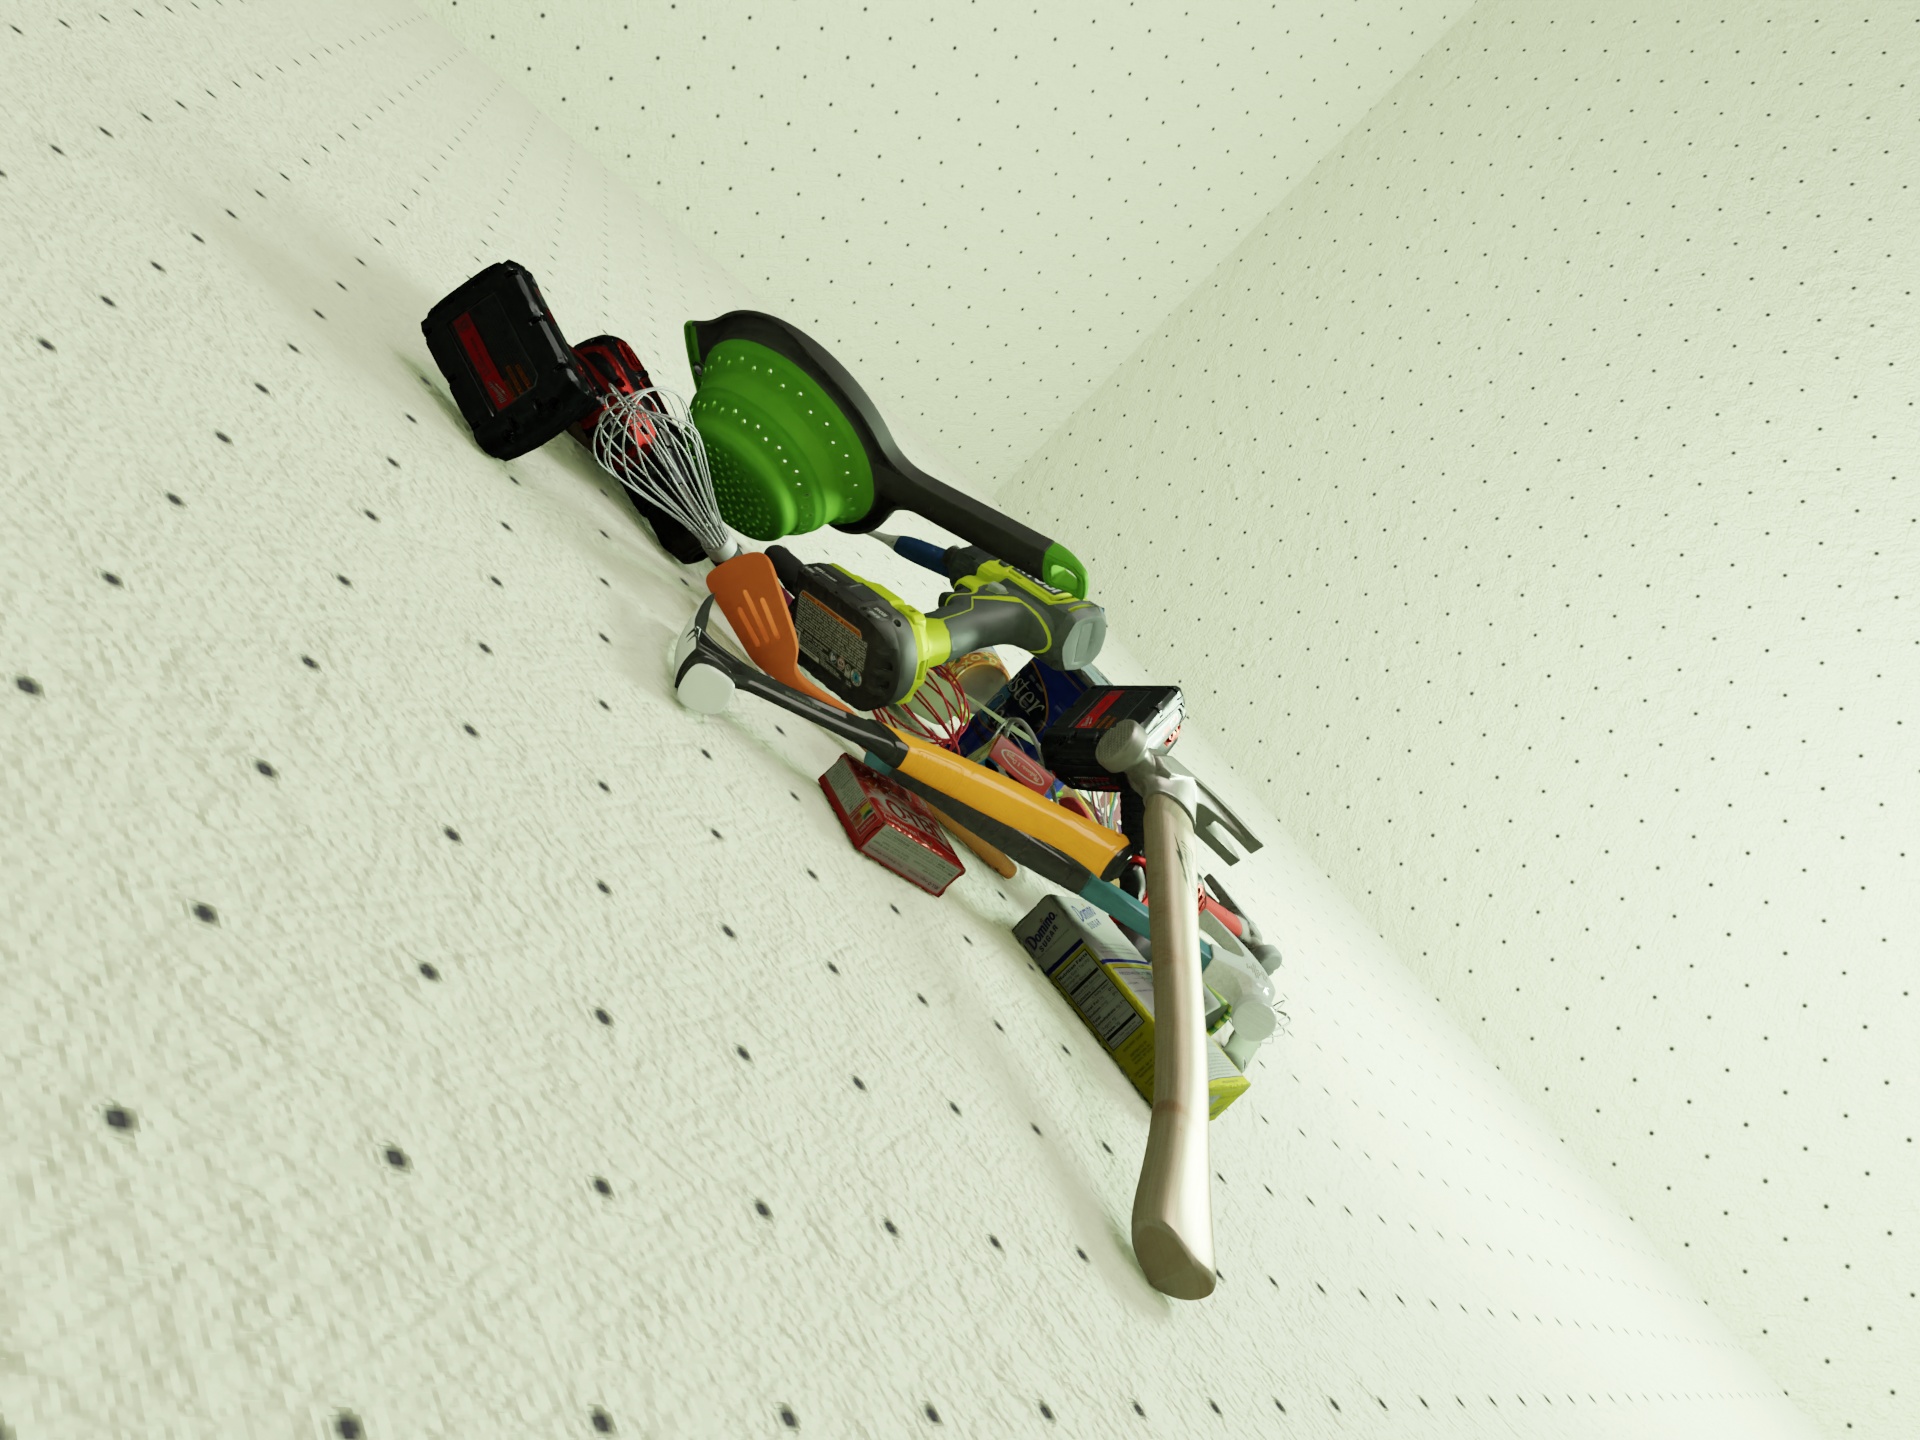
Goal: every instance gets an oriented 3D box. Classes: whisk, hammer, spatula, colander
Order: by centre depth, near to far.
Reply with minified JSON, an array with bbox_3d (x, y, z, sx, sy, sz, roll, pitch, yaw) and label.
[{"bbox_3d":[0.140,0.169,0.975,0.146,0.038,0.411,40,31,-22],"label":"hammer"},{"bbox_3d":[-0.031,0.022,1.039,0.336,0.034,0.127,27,18,-19],"label":"hammer"},{"bbox_3d":[-0.180,-0.141,1.106,0.070,0.070,0.284,51,-6,27],"label":"whisk"},{"bbox_3d":[0.075,0.106,1.113,0.331,0.033,0.128,33,13,-1],"label":"hammer"},{"bbox_3d":[-0.062,0.007,1.155,0.322,0.041,0.081,44,-34,-23],"label":"spatula"},{"bbox_3d":[-0.087,-0.169,1.208,0.397,0.094,0.204,31,-28,22],"label":"colander"},{"bbox_3d":[-0.084,-0.065,1.321,0.296,0.073,0.073,45,9,36],"label":"whisk"},{"bbox_3d":[0.245,0.269,1.361,0.059,0.058,0.246,12,5,17],"label":"whisk"},{"bbox_3d":[0.127,0.080,1.380,0.051,0.047,0.244,20,-30,25],"label":"whisk"},{"bbox_3d":[-0.066,-0.160,1.412,0.405,0.035,0.144,23,10,9],"label":"hammer"},{"bbox_3d":[0.199,0.153,1.630,0.385,0.038,0.143,35,13,-45],"label":"hammer"},{"bbox_3d":[0.120,0.082,1.649,0.315,0.018,0.060,37,9,-44],"label":"spatula"}]

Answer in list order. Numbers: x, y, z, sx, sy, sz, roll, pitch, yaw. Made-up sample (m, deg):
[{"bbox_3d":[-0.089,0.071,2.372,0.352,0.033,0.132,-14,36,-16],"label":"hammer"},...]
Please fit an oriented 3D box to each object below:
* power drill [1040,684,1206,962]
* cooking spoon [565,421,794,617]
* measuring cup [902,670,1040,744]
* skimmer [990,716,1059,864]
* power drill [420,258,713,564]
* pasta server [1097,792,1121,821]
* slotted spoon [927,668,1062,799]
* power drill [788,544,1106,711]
[{"bbox_3d":[0.132,0.093,1.226,0.143,0.078,0.219,-41,126,-52],"label":"power drill"},{"bbox_3d":[-0.236,-0.175,1.256,0.318,0.017,0.069,41,14,-24],"label":"cooking spoon"},{"bbox_3d":[-0.002,-0.004,1.341,0.168,0.038,0.083,32,0,28],"label":"measuring cup"},{"bbox_3d":[0.135,0.123,1.346,0.362,0.090,0.127,37,14,-38],"label":"skimmer"},{"bbox_3d":[-0.258,-0.207,1.117,0.188,0.080,0.226,61,11,11],"label":"power drill"},{"bbox_3d":[0.061,0.001,1.656,0.316,0.040,0.060,38,4,8],"label":"pasta server"},{"bbox_3d":[-0.023,-0.031,1.508,0.314,0.031,0.070,46,10,13],"label":"slotted spoon"},{"bbox_3d":[-0.019,-0.085,1.253,0.223,0.080,0.171,-14,37,-39],"label":"power drill"}]
